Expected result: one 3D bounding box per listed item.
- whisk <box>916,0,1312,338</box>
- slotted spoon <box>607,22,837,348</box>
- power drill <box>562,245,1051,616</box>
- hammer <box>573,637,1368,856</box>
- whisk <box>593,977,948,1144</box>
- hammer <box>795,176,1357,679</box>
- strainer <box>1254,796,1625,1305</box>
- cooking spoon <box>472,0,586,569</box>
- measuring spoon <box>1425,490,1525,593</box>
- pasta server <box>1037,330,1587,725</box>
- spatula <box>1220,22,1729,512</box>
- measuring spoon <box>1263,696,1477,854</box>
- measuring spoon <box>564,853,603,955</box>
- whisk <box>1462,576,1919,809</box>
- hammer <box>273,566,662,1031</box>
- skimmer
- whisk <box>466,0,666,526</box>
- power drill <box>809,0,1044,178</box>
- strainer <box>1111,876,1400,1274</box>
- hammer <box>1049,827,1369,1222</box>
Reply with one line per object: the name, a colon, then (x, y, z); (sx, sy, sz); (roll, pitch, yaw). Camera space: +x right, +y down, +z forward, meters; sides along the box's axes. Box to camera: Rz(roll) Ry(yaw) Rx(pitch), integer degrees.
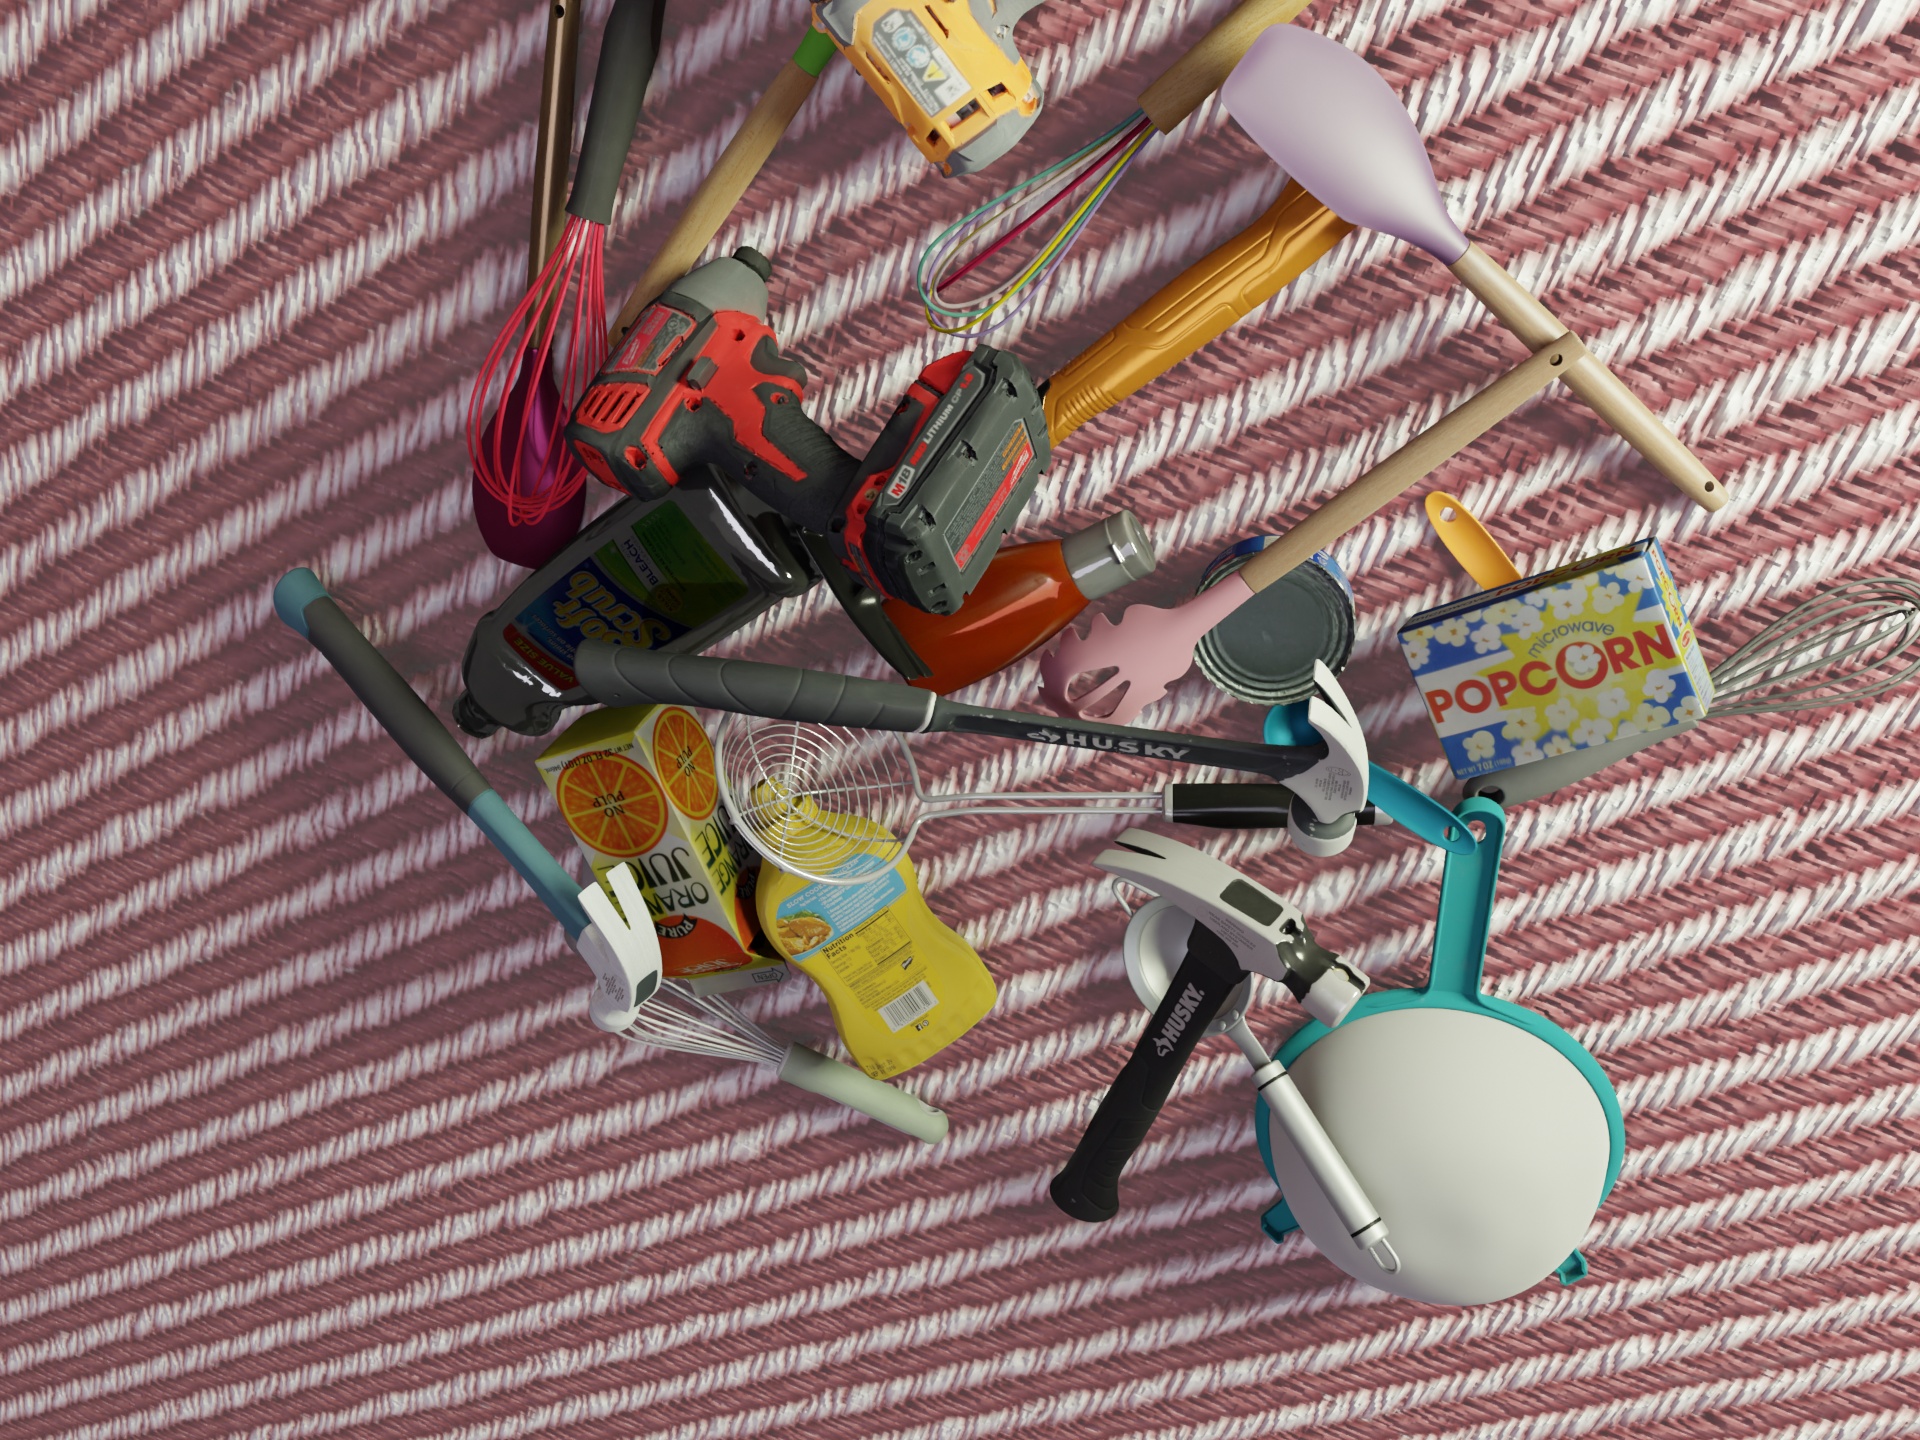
whisk: (0.071, -0.272, 0.752); (0.245, 0.047, 0.051); (-38, 114, 21)
slotted spoon: (-0.093, -0.303, 0.784); (0.070, 0.031, 0.313); (32, 121, -20)
power drill: (-0.074, -0.150, 0.774); (0.220, 0.143, 0.078); (25, 164, 23)
hammer: (-0.001, -0.003, 0.802); (0.409, 0.036, 0.149); (8, 153, 11)
whisk: (-0.120, 0.215, 1.022); (0.246, 0.058, 0.059); (25, 93, -3)
hammer: (0.065, -0.158, 0.788); (0.337, 0.034, 0.127); (-35, 81, 20)
strainer: (0.271, 0.209, 0.883); (0.211, 0.095, 0.340); (5, 120, 13)
cooking spoon: (-0.226, -0.227, 0.857); (0.069, 0.017, 0.318); (16, 118, 5)
measuring spoon: (0.276, -0.073, 0.810); (0.117, 0.011, 0.021); (48, 126, -6)
pasta server: (0.163, -0.087, 0.783); (0.316, 0.040, 0.060); (-37, 101, 22)
spatula: (0.247, -0.199, 0.729); (0.315, 0.018, 0.060); (38, 91, -15)
measuring spoon: (0.220, 0.030, 0.848); (0.129, 0.021, 0.042); (36, 116, 15)
measuring spoon: (-0.235, 0.101, 1.011); (0.034, 0.018, 0.124); (15, 116, 7)
whisk: (0.366, -0.004, 0.801); (0.239, 0.055, 0.055); (-27, 105, 28)
hammer: (-0.294, 0.039, 0.943); (0.331, 0.033, 0.128); (47, 145, 7)
skimmer: (0.052, 0.032, 0.866); (0.363, 0.127, 0.090); (0, 149, 8)
whisk: (-0.195, -0.238, 0.813); (0.073, 0.073, 0.295); (21, 108, 4)
power drill: (0.025, -0.363, 0.672); (0.226, 0.084, 0.185); (-29, 128, 25)
strainer: (0.169, 0.193, 0.896); (0.087, 0.050, 0.259); (-48, 64, 37)
hammer: (0.105, 0.196, 0.907); (0.146, 0.035, 0.334); (38, 139, 18)
